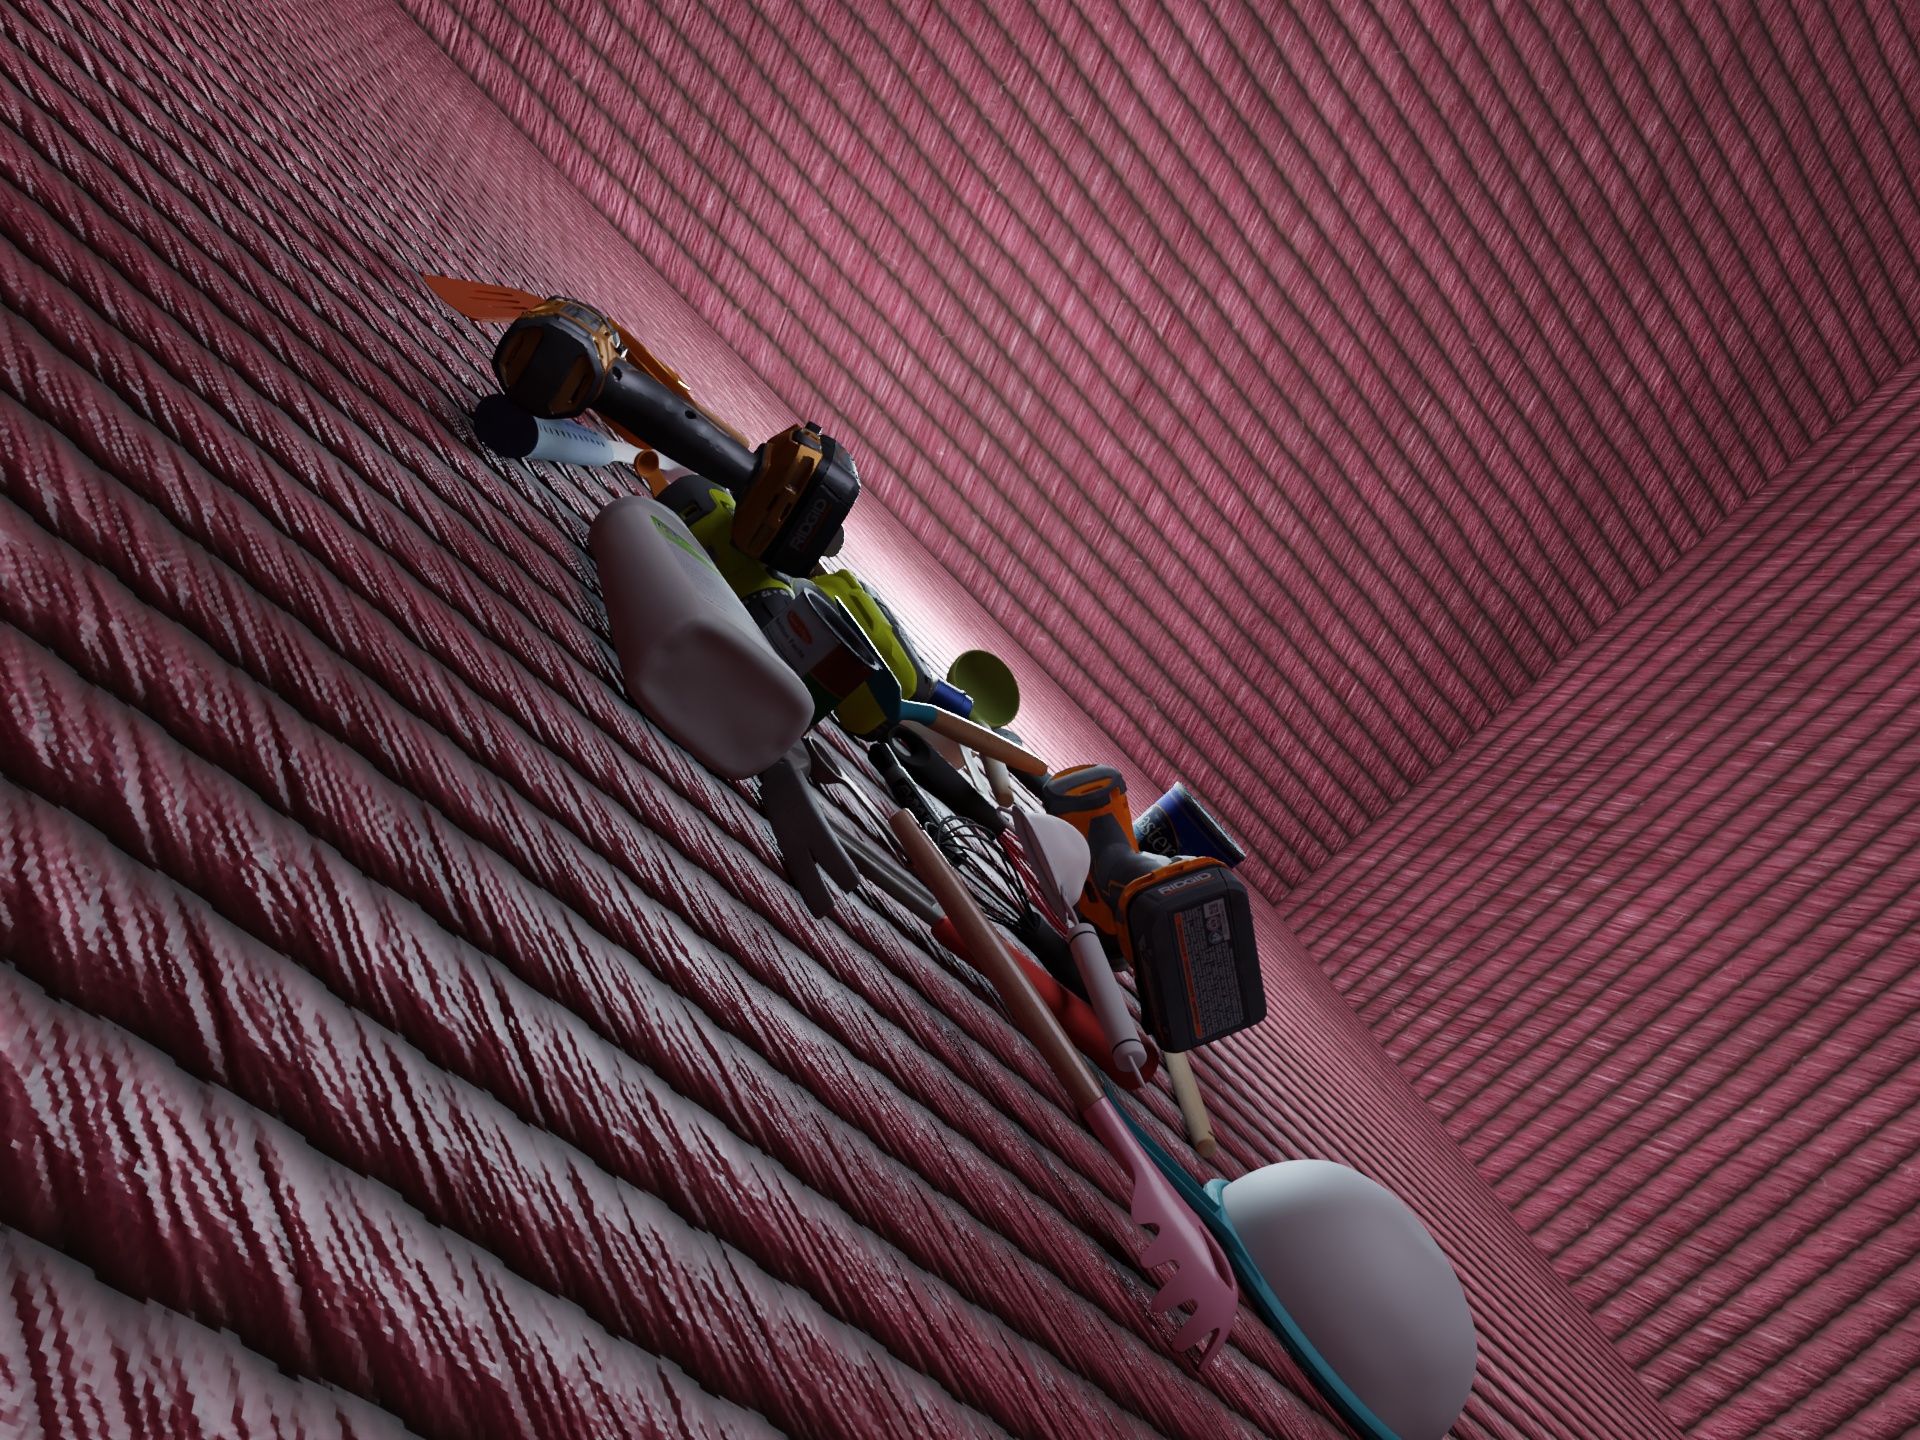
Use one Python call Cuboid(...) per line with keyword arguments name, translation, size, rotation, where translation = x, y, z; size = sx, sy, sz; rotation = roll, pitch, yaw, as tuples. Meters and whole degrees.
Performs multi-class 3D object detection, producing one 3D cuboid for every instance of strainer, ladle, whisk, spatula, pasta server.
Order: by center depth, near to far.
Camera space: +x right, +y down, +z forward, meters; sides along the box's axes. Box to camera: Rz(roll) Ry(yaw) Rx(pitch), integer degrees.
Cuboid(name="pasta server", translation=(0.047, 0.178, 0.815), size=(0.316, 0.040, 0.060), rotation=(55, 9, 18))
Cuboid(name="strainer", translation=(0.215, 0.309, 0.981), size=(0.340, 0.095, 0.211), rotation=(46, 7, -21))
Cuboid(name="strainer", translation=(0.077, 0.133, 1.011), size=(0.259, 0.050, 0.086), rotation=(-110, -178, -50))
Cuboid(name="whisk", translation=(0.046, 0.142, 1.105), size=(0.238, 0.055, 0.055), rotation=(48, 6, -36))
Cuboid(name="spatula", translation=(-0.002, -0.004, 1.132), size=(0.082, 0.044, 0.317), rotation=(53, 14, 28))
Cuboid(name="spatula", translation=(-0.278, -0.277, 1.264), size=(0.081, 0.041, 0.322), rotation=(41, 8, 35))
Cuboid(name="whisk", translation=(0.046, 0.099, 1.280), size=(0.295, 0.073, 0.073), rotation=(40, 9, -15))
Cuboid(name="ladle", translation=(0.029, 0.008, 1.338), size=(0.078, 0.062, 0.320), rotation=(43, 8, -14))

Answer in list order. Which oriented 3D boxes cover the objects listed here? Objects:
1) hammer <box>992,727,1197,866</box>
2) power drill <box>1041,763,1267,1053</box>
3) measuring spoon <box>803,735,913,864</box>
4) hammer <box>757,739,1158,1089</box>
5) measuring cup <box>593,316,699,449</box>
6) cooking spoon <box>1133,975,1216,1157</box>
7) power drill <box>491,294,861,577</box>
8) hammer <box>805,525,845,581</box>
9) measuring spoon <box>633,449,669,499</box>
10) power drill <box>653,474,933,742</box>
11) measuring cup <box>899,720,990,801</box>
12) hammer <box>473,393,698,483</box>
Cuboid(name="hammer", translation=(0.097, 0.083, 1.591), size=(0.146, 0.035, 0.335), rotation=(4, 21, -26))
Cuboid(name="power drill", translation=(0.129, 0.140, 1.120), size=(0.227, 0.084, 0.164), rotation=(-134, -151, -65))
Cuboid(name="measuring spoon", translation=(-0.066, 0.057, 1.019), size=(0.124, 0.018, 0.034), rotation=(51, 4, -33))
Cuboid(name="hammer", translation=(0.015, 0.140, 0.944), size=(0.358, 0.036, 0.149), rotation=(42, 9, -37))
Cuboid(name="measuring cup", translation=(-0.234, -0.239, 1.169), size=(0.095, 0.052, 0.173), rotation=(47, 5, -5))
Cuboid(name="cooking spoon", translation=(0.169, 0.268, 1.250), size=(0.068, 0.017, 0.319), rotation=(46, 7, -7))
Cuboid(name="power drill", translation=(-0.180, -0.193, 1.013), size=(0.226, 0.084, 0.185), rotation=(30, 14, -16))
Cuboid(name="hammer", translation=(-0.091, -0.081, 1.373), size=(0.130, 0.031, 0.331), rotation=(14, -22, 33))
Cuboid(name="measuring spoon", translation=(-0.205, -0.145, 1.123), size=(0.011, 0.021, 0.116), rotation=(25, -30, 34))
Cuboid(name="power drill", translation=(-0.112, -0.062, 1.130), size=(0.191, 0.080, 0.228), rotation=(55, 12, 26))
Cuboid(name="measuring cup", translation=(-0.011, 0.034, 1.367), size=(0.083, 0.038, 0.168), rotation=(44, 10, -31))
Cuboid(name="hammer", translation=(-0.253, -0.193, 1.148), size=(0.144, 0.035, 0.405), rotation=(47, 7, -2))
